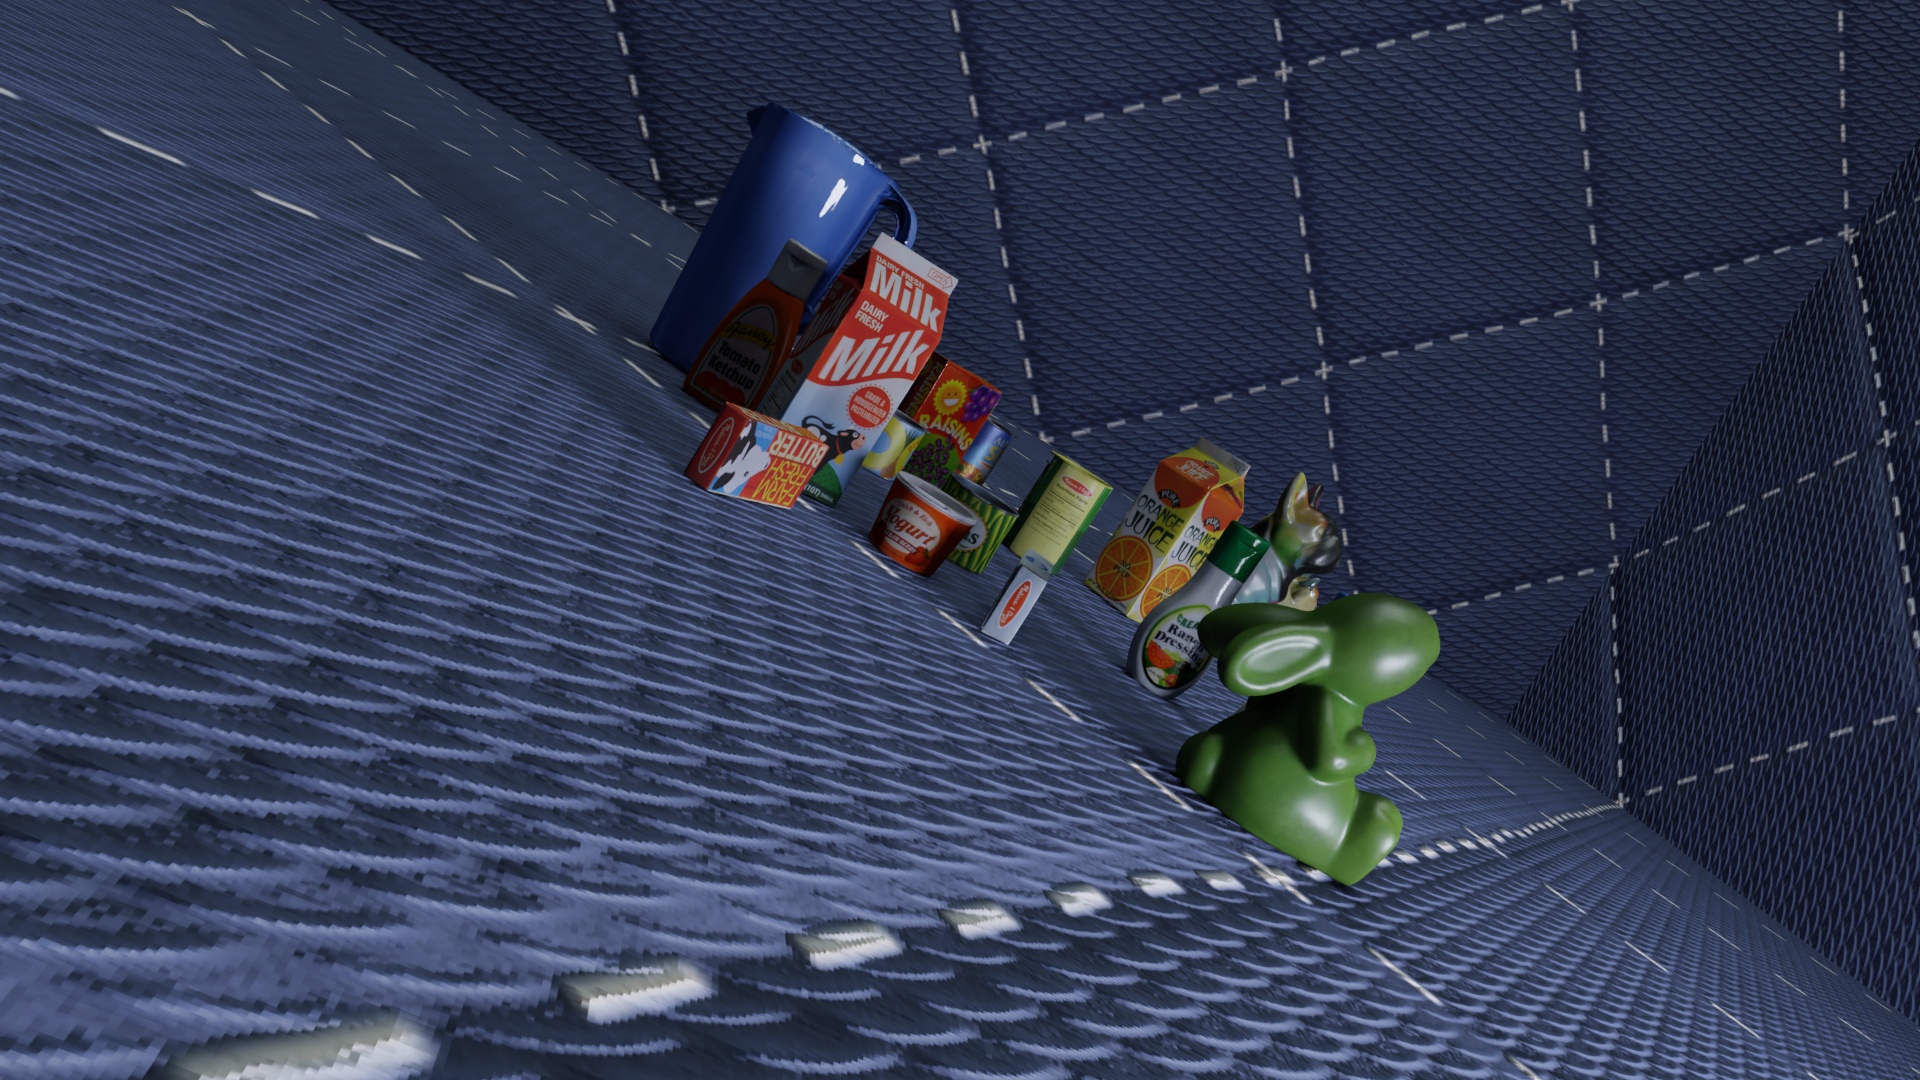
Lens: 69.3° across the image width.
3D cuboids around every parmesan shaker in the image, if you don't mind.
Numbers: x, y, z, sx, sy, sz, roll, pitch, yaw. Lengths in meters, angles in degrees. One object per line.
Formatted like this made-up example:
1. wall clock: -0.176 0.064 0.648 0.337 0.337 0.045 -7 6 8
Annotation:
1. parmesan shaker: 0.092 -0.027 1.361 0.071 0.103 0.071 32 8 -5

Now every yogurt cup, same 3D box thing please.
1. yogurt cup: -0.030 -0.011 0.999 0.072 0.054 0.072 32 8 -5

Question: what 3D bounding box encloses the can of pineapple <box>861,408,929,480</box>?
1. can of pineapple: -0.073 -0.096 1.319 0.071 0.057 0.071 32 8 -5

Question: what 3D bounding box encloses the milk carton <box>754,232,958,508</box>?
1. milk carton: -0.080 -0.128 1.023 0.072 0.190 0.073 29 9 -25

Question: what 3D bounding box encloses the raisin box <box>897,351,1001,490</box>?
1. raisin box: -0.026 -0.119 1.396 0.086 0.123 0.040 25 11 -43

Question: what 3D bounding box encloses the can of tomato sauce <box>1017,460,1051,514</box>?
1. can of tomato sauce: 0.098 -0.033 1.491 0.071 0.083 0.071 32 8 -5

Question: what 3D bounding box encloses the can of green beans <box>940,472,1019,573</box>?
1. can of green beans: 0.005 -0.014 1.130 0.071 0.057 0.071 32 8 -5

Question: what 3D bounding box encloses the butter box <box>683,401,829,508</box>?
1. butter box: -0.128 -0.052 0.885 0.024 0.053 0.103 36 9 22

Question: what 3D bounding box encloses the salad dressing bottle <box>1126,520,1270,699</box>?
1. salad dressing bottle: 0.189 0.054 1.099 0.064 0.147 0.044 32 8 -3

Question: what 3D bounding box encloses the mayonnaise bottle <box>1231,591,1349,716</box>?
1. mayonnaise bottle: 0.254 0.108 1.023 0.065 0.148 0.041 37 9 31

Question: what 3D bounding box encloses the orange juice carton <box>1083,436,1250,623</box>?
1. orange juice carton: 0.216 -0.011 1.412 0.073 0.192 0.072 24 12 -47

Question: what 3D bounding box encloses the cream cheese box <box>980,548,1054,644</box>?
1. cream cheese box: 0.041 0.038 0.976 0.024 0.053 0.104 33 8 2

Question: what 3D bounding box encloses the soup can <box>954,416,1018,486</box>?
1. soup can: 0.014 -0.100 1.569 0.071 0.083 0.071 32 8 -5

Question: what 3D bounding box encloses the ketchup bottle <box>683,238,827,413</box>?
1. ketchup bottle: -0.160 -0.169 1.115 0.065 0.148 0.043 32 8 -1
